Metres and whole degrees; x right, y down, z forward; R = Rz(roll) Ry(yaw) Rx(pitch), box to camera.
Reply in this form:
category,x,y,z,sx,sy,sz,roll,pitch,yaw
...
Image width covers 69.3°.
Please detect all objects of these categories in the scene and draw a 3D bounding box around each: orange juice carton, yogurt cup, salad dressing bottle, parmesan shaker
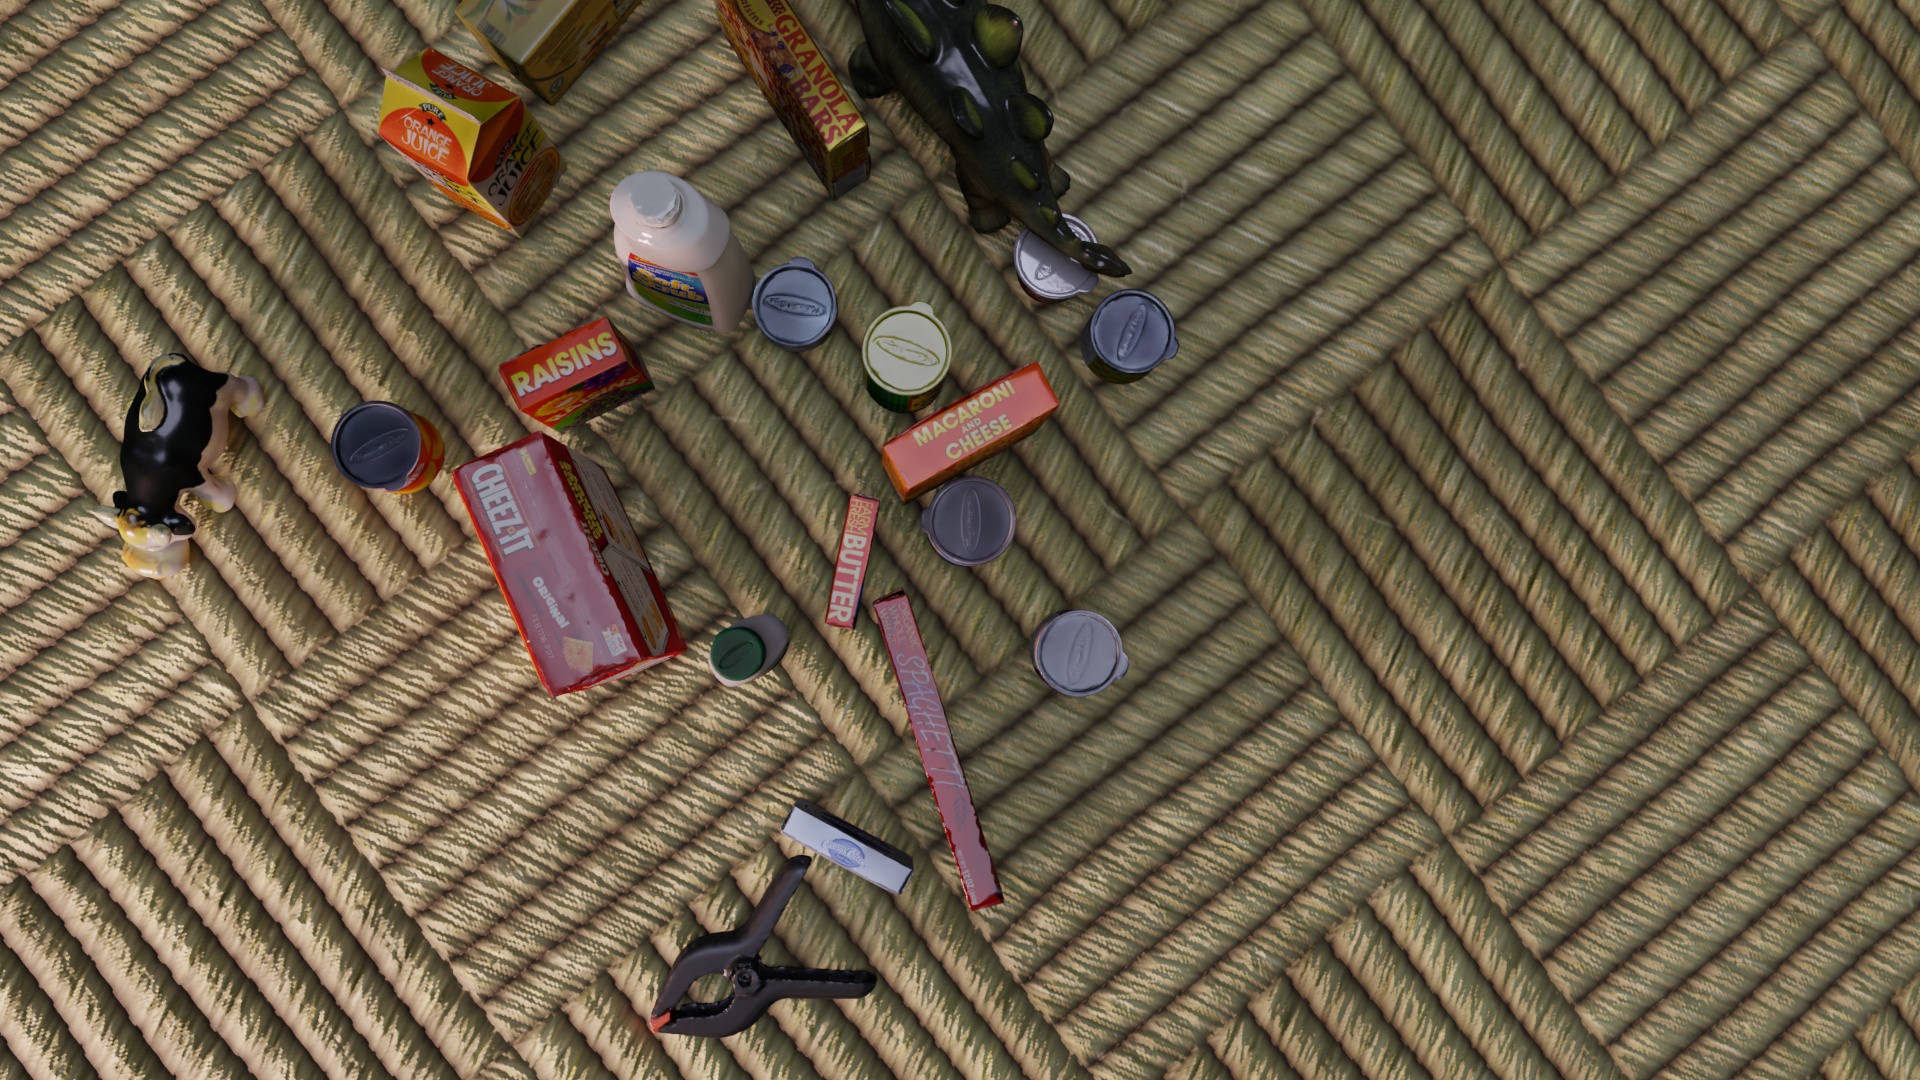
category,x,y,z,sx,sy,sz,roll,pitch,yaw
orange juice carton,-0.354,-0.290,1.006,0.072,0.192,0.073,29,86,-1
yogurt cup,0.074,-0.219,1.096,0.072,0.054,0.072,0,87,-3
salad dressing bottle,-0.158,0.081,1.018,0.064,0.147,0.044,-38,90,-4
parmesan shaker,-0.040,-0.138,1.060,0.071,0.103,0.071,0,87,-3

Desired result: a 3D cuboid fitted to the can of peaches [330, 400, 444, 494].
category,x,y,z,sx,sy,sz,roll,pitch,yaw
can of peaches,-0.433,-0.067,1.056,0.071,0.058,0.071,0,87,-3

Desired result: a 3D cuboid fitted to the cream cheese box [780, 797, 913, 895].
category,x,y,z,sx,sy,sz,roll,pitch,yaw
cream cheese box,-0.086,0.233,1.061,0.104,0.053,0.024,28,86,-1

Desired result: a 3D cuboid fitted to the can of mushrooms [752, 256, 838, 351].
category,x,y,z,sx,sy,sz,roll,pitch,yaw
can of mushrooms,-0.129,-0.185,1.093,0.071,0.033,0.071,0,87,-3

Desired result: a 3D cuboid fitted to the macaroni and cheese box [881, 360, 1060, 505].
category,x,y,z,sx,sy,sz,roll,pitch,yaw
macaroni and cheese box,0.002,-0.076,1.028,0.124,0.166,0.040,-30,89,-4

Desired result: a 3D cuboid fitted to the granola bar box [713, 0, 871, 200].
category,x,y,z,sx,sy,sz,roll,pitch,yaw
granola bar box,-0.128,-0.354,1.057,0.039,0.124,0.165,-33,89,-4

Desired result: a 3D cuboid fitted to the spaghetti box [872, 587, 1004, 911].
category,x,y,z,sx,sy,sz,roll,pitch,yaw
spaghetti box,-0.018,0.159,1.071,0.029,0.050,0.250,-18,88,-4

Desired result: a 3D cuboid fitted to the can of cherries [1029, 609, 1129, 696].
category,x,y,z,sx,sy,sz,roll,pitch,yaw
can of cherries,0.091,0.088,1.077,0.071,0.058,0.071,0,87,-3

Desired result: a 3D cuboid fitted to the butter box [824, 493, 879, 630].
category,x,y,z,sx,sy,sz,roll,pitch,yaw
butter box,-0.083,0.017,1.074,0.024,0.053,0.103,11,86,-3

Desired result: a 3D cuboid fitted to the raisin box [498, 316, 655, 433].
category,x,y,z,sx,sy,sz,roll,pitch,yaw
raisin box,-0.282,-0.122,1.035,0.086,0.123,0.040,-26,89,-4

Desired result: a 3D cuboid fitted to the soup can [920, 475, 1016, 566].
category,x,y,z,sx,sy,sz,roll,pitch,yaw
soup can,0.004,-0.013,1.065,0.071,0.083,0.071,0,87,-3

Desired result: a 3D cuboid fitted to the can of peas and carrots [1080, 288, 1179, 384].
category,x,y,z,sx,sy,sz,roll,pitch,yaw
can of peas and carrots,0.133,-0.159,1.094,0.071,0.058,0.071,0,87,-3
